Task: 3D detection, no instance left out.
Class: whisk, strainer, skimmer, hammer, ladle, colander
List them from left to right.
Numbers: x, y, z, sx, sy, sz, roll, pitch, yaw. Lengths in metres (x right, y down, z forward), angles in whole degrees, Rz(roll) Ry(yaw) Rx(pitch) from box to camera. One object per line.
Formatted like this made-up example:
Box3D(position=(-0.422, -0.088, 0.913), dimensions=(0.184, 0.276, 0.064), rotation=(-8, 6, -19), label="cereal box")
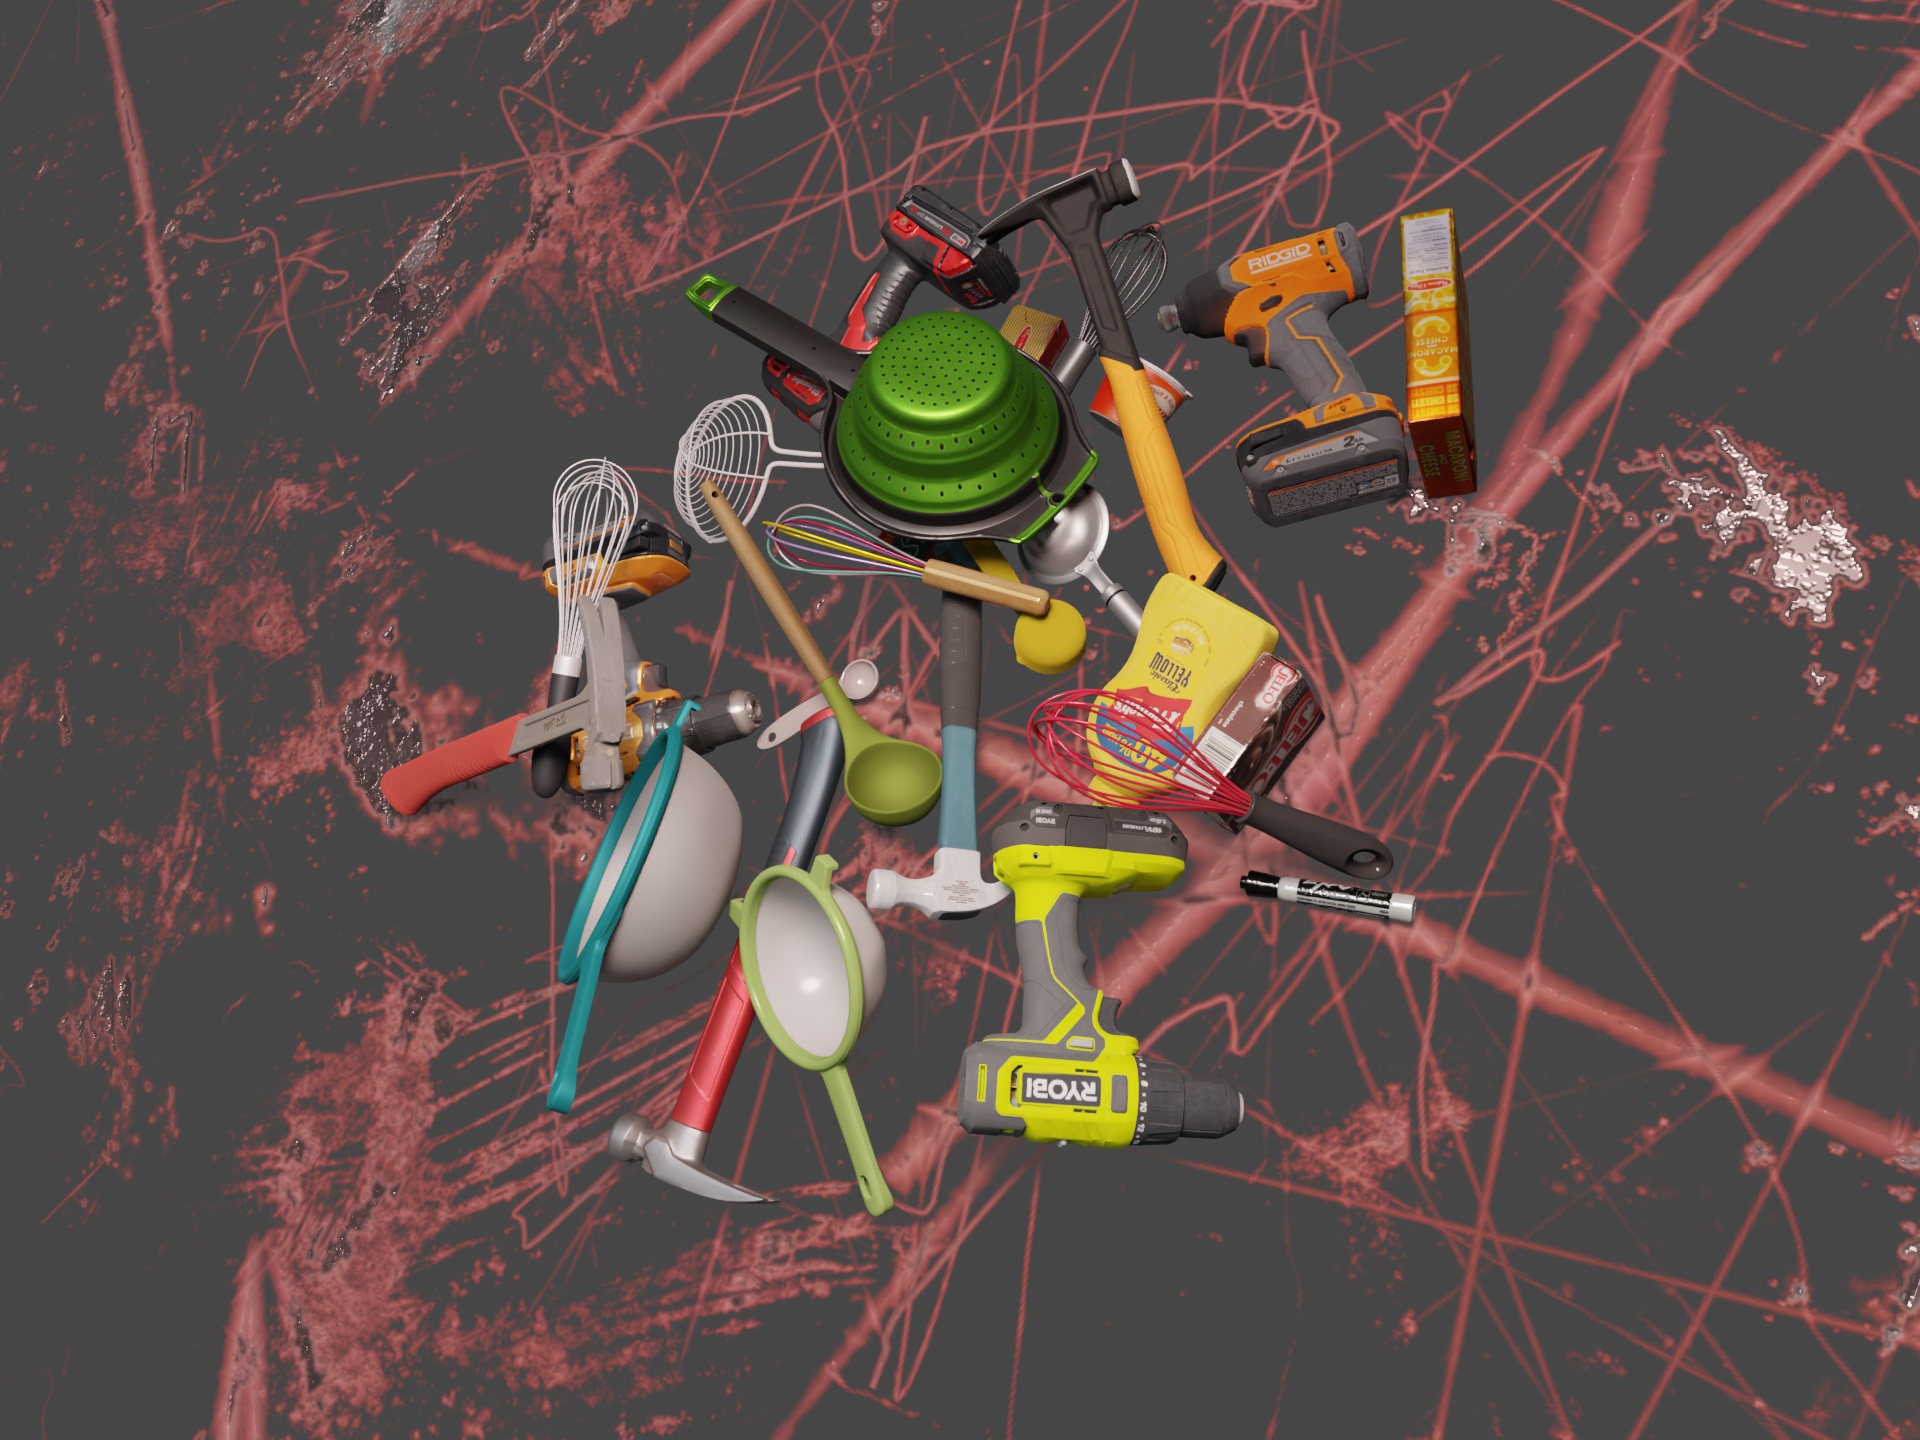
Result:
Box3D(position=(-0.383, 0.012, 1.305), dimensions=(0.359, 0.036, 0.149), rotation=(-16, 75, 44), label="hammer")
Box3D(position=(-0.317, -0.076, 1.307), dimensions=(0.070, 0.070, 0.284), rotation=(10, 89, 25), label="whisk")
Box3D(position=(-0.227, 0.158, 1.178), dimensions=(0.211, 0.095, 0.341), rotation=(-54, 21, 34), label="strainer")
Box3D(position=(-0.144, 0.175, 1.239), dimensions=(0.143, 0.038, 0.386), rotation=(14, 77, 24), label="hammer")
Box3D(position=(-0.116, -0.057, 1.244), dimensions=(0.078, 0.062, 0.320), rotation=(-30, 85, -22), label="ladle")
Box3D(position=(-0.078, 0.223, 1.149), dimensions=(0.151, 0.069, 0.256), rotation=(-30, 76, 50), label="strainer")
Box3D(position=(-0.076, -0.287, 1.254), dimensions=(0.397, 0.094, 0.204), rotation=(33, 69, 22), label="colander")
Box3D(position=(-0.068, -0.206, 1.315), dimensions=(0.363, 0.090, 0.127), rotation=(3, 82, 9), label="skimmer")
Box3D(position=(-0.047, -0.121, 1.246), dimensions=(0.245, 0.047, 0.051), rotation=(17, 62, 16), label="whisk")
Box3D(position=(-0.002, -0.004, 1.224), dimensions=(0.128, 0.033, 0.331), rotation=(9, 62, -16), label="hammer")
Box3D(position=(0.100, -0.310, 1.316), dimensions=(0.055, 0.055, 0.239), rotation=(33, 90, 28), label="whisk")
Box3D(position=(0.114, -0.104, 1.238), dimensions=(0.087, 0.050, 0.259), rotation=(-47, 64, 18), label="strainer")
Box3D(position=(0.123, -0.251, 1.222), dimensions=(0.127, 0.034, 0.337), rotation=(-19, 87, 17), label="hammer")
Box3D(position=(0.172, 0.049, 1.049), dimensions=(0.073, 0.295, 0.073), rotation=(-49, 28, 38), label="whisk")

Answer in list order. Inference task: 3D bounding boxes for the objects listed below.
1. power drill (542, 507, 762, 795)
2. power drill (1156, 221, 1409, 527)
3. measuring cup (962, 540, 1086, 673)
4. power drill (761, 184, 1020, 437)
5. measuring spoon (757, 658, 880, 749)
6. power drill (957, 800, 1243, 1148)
Box3D(position=(-0.264, -0.061, 1.352), dimensions=(0.185, 0.084, 0.226), rotation=(-15, 71, 17), label="power drill")
Box3D(position=(0.245, -0.266, 1.219), dimensions=(0.164, 0.084, 0.227), rotation=(-14, 63, 13), label="power drill")
Box3D(position=(0.043, -0.106, 1.250), dimensions=(0.062, 0.029, 0.157), rotation=(-33, 75, -10), label="measuring cup")
Box3D(position=(-0.059, -0.337, 1.373), dimensions=(0.219, 0.078, 0.143), rotation=(-49, 61, 2), label="power drill")
Box3D(position=(-0.116, -0.009, 1.311), dimensions=(0.124, 0.018, 0.034), rotation=(-32, 62, 16), label="measuring spoon")
Box3D(position=(0.100, 0.180, 1.101), dimensions=(0.190, 0.080, 0.229), rotation=(5, 70, -4), label="power drill")
